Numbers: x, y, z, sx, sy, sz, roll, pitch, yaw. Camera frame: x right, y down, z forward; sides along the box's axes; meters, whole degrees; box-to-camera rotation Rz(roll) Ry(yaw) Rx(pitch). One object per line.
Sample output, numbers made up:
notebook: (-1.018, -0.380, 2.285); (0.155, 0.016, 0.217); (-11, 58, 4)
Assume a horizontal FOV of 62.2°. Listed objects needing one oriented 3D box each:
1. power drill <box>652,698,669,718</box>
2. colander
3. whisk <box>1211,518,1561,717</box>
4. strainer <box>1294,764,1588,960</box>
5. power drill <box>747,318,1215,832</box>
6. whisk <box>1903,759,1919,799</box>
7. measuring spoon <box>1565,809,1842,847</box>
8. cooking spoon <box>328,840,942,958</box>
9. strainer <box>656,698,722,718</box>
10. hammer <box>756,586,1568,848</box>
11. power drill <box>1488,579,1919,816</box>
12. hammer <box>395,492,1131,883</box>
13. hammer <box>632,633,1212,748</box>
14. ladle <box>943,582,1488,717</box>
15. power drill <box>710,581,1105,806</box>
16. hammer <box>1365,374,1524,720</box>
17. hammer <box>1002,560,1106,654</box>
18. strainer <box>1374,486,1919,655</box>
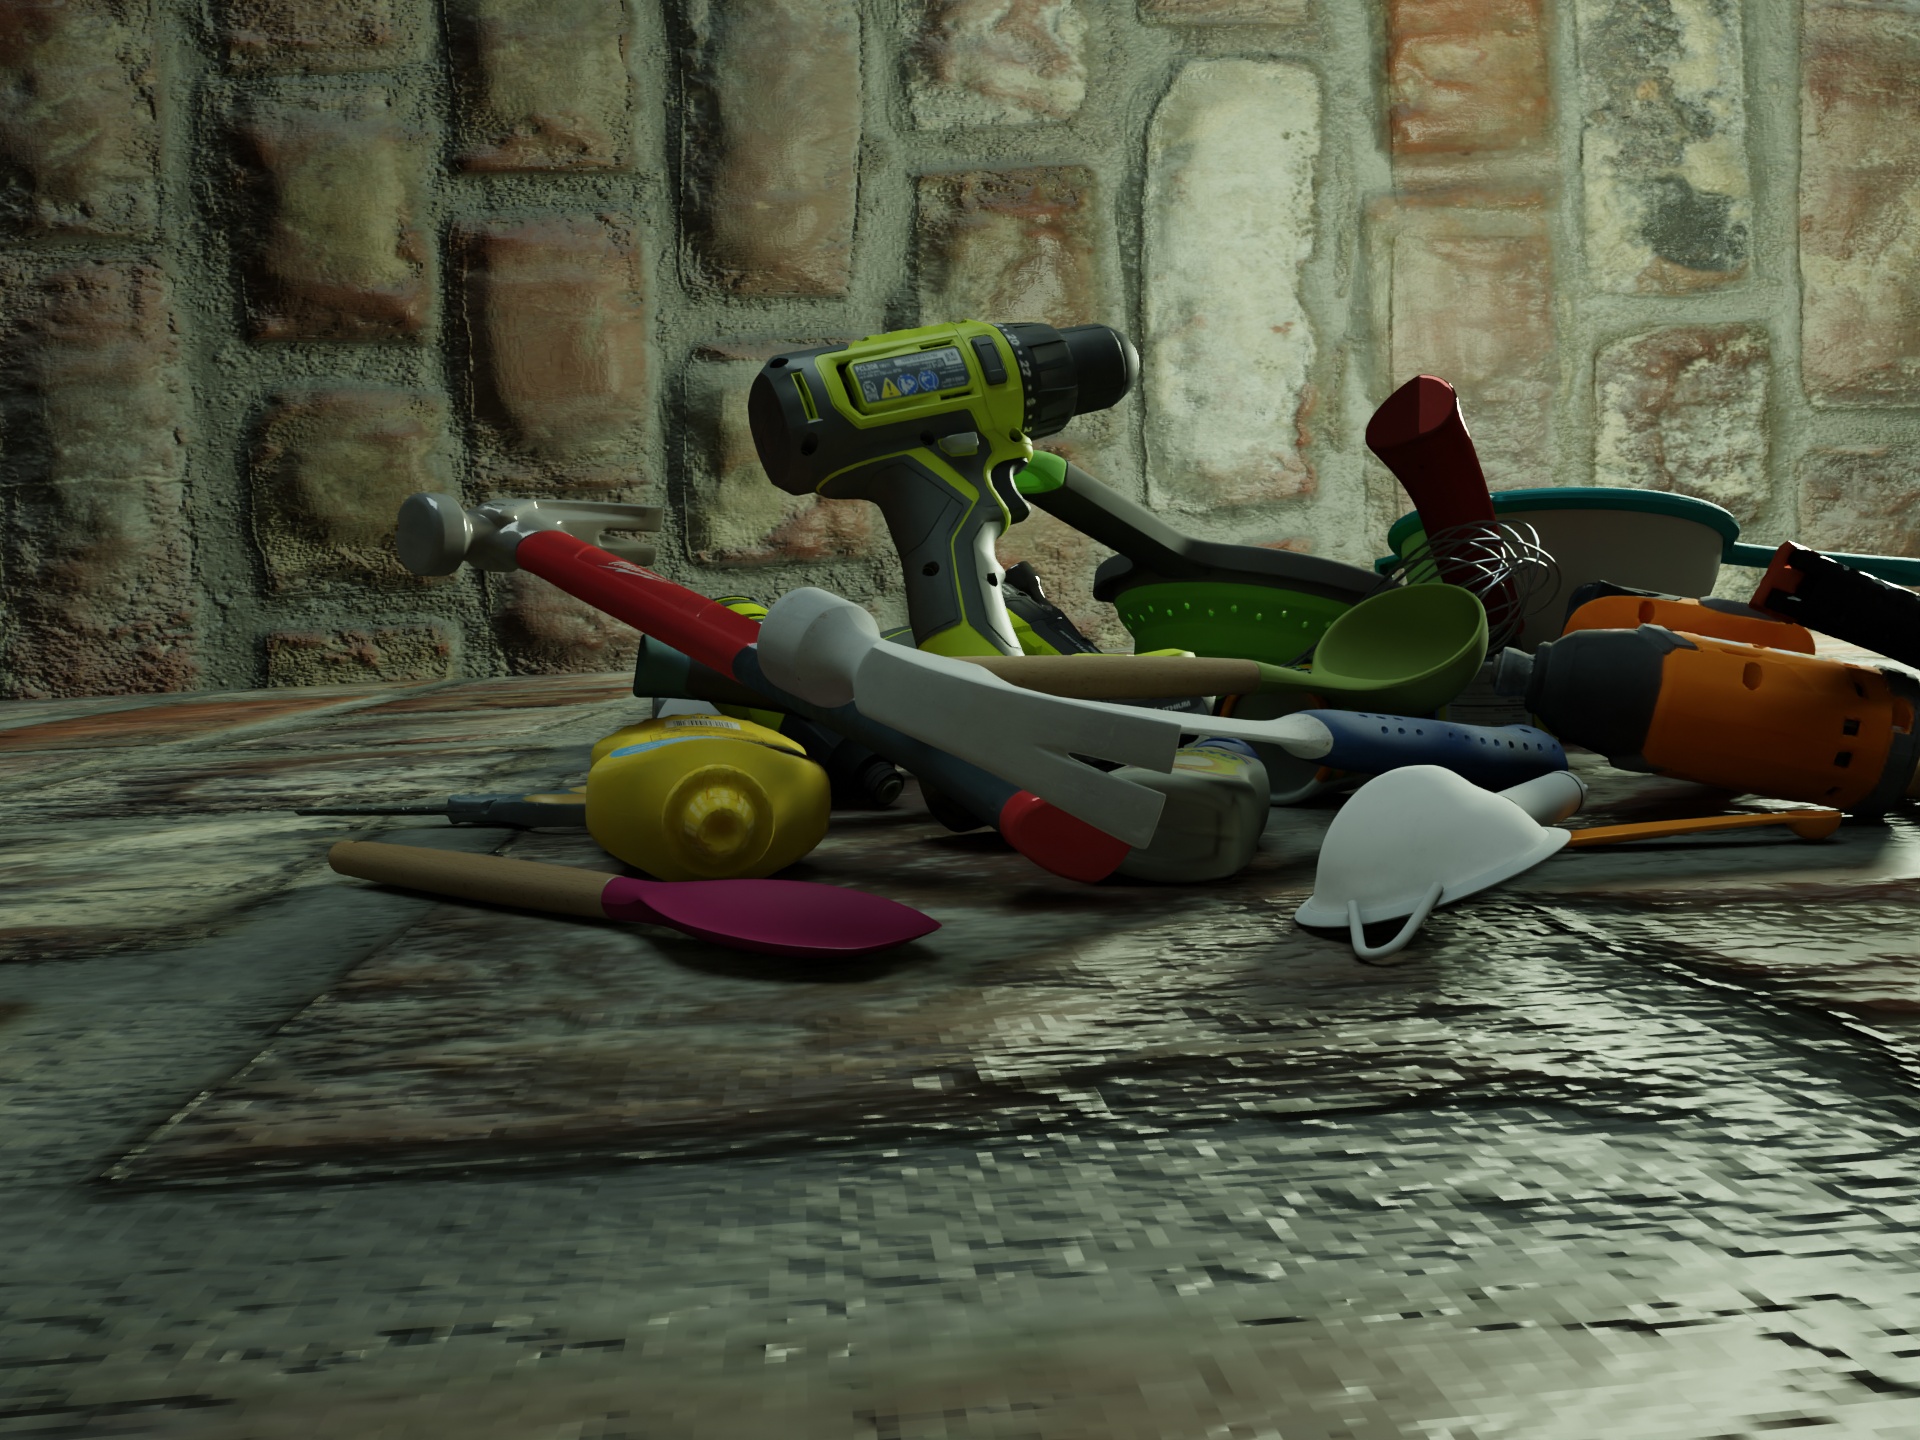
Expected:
power drill: (-0.135, -0.020, 1.207); (0.185, 0.084, 0.226); (-3, 9, -7)
colander: (0.131, -0.056, 0.940); (0.204, 0.094, 0.396); (2, -11, 38)
whisk: (0.195, -0.029, 0.849); (0.070, 0.070, 0.284); (-6, -17, -37)
strainer: (0.180, 0.035, 0.550); (0.087, 0.050, 0.258); (-19, -7, 33)
power drill: (0.026, -0.080, 0.731); (0.190, 0.229, 0.080); (-15, -13, -23)
whisk: (0.387, 0.028, 0.592); (0.047, 0.051, 0.245); (23, 6, 12)
measuring spoon: (0.274, 0.044, 0.605); (0.117, 0.011, 0.021); (-6, 3, 4)
cooking spoon: (-0.136, 0.061, 0.561); (0.319, 0.017, 0.068); (2, 6, 40)
strainer: (-0.083, -0.004, 1.011); (0.256, 0.069, 0.151); (-7, 6, -31)
hammer: (0.125, 0.008, 0.584); (0.405, 0.035, 0.144); (6, 14, -46)
power drill: (0.331, -0.016, 0.745); (0.164, 0.084, 0.226); (12, 11, 15)
hammer: (-0.076, -0.029, 0.669); (0.387, 0.038, 0.143); (26, 21, 37)
hammer: (-0.001, -0.003, 0.793); (0.330, 0.033, 0.128); (9, 0, -23)
ladle: (0.101, -0.030, 0.654); (0.320, 0.062, 0.078); (-1, 11, -36)
power drill: (-0.028, -0.016, 0.916); (0.223, 0.080, 0.171); (-9, 37, -42)
hammer: (0.296, -0.074, 0.876); (0.149, 0.037, 0.358); (-2, -25, 26)
hammer: (0.110, -0.031, 1.154); (0.031, 0.130, 0.331); (-39, -14, 9)
strainer: (0.444, -0.073, 1.016); (0.340, 0.095, 0.211); (5, -7, 1)
